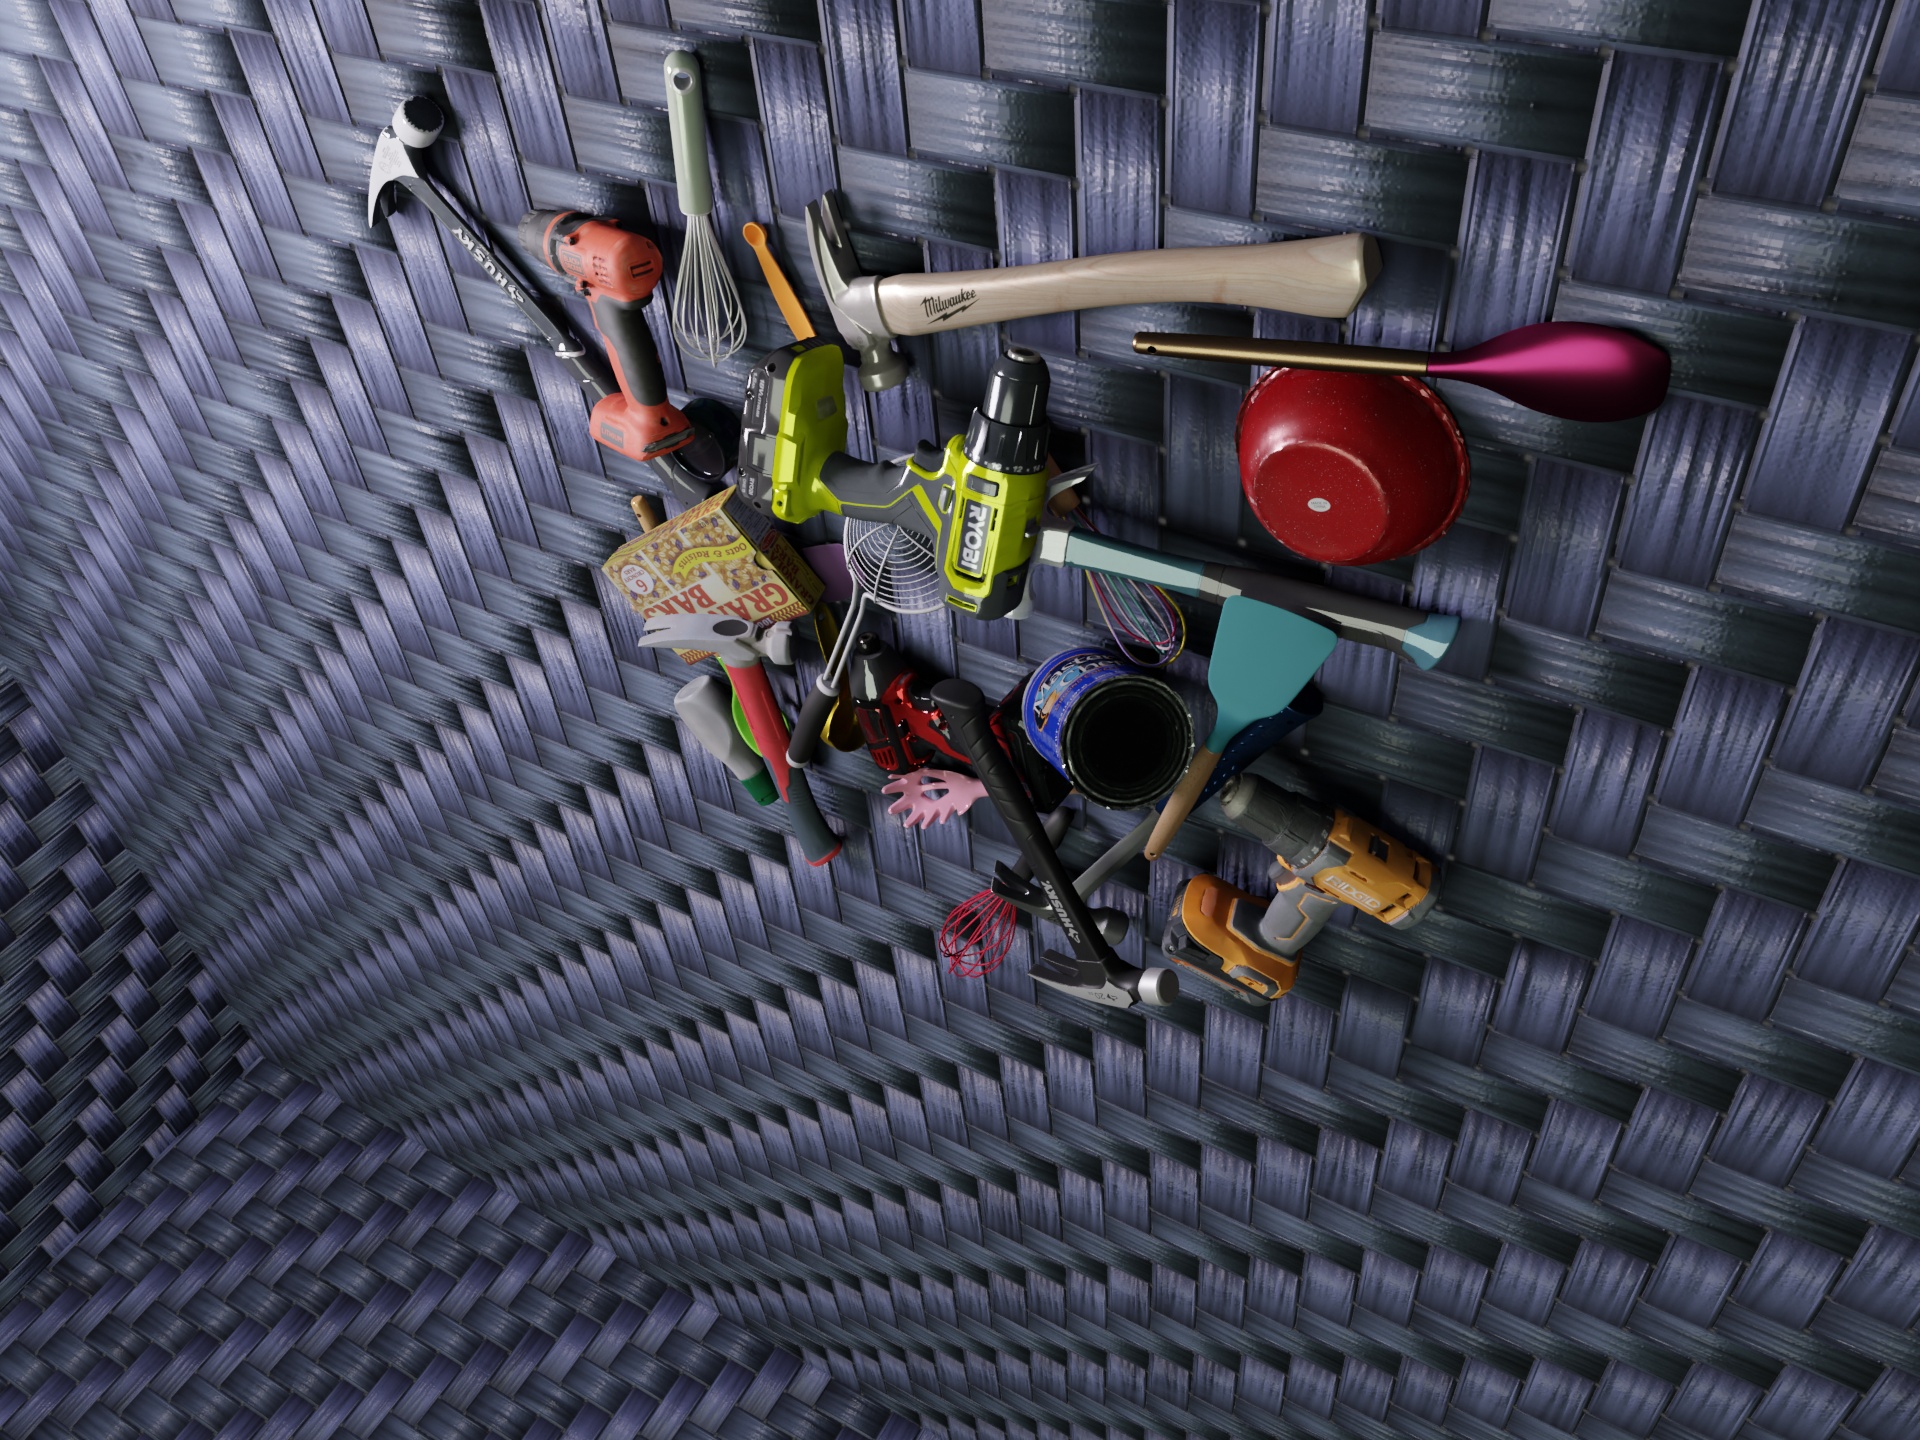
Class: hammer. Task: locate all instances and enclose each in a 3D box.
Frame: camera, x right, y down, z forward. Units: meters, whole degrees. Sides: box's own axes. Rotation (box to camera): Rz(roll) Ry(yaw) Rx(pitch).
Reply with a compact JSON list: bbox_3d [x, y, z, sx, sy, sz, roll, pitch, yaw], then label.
[{"bbox_3d":[0.060,0.108,1.347,0.146,0.035,0.334,-3,123,47],"label":"hammer"},{"bbox_3d":[0.165,0.081,1.343,0.144,0.035,0.405,21,142,-15],"label":"hammer"},{"bbox_3d":[-0.354,-0.332,1.375,0.408,0.036,0.149,49,143,-14],"label":"hammer"},{"bbox_3d":[-0.191,0.029,1.544,0.143,0.038,0.385,4,145,12],"label":"hammer"},{"bbox_3d":[0.186,-0.096,1.136,0.331,0.033,0.128,16,122,16],"label":"hammer"},{"bbox_3d":[0.074,-0.297,1.054,0.411,0.038,0.146,6,131,35],"label":"hammer"}]

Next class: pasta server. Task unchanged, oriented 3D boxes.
[{"bbox_3d":[0.058,0.062,1.439,0.316,0.040,0.060,-4,109,41],"label":"pasta server"}]

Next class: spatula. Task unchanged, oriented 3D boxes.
[{"bbox_3d":[-0.205,-0.122,1.483,0.316,0.018,0.059,-5,128,41],"label":"spatula"},{"bbox_3d":[0.191,0.024,1.214,0.082,0.044,0.317,21,147,2],"label":"spatula"}]

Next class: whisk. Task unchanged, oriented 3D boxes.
[{"bbox_3d":[0.046,0.168,1.544,0.073,0.073,0.295,35,138,4],"label":"whisk"},{"bbox_3d":[0.096,-0.143,1.198,0.047,0.051,0.245,-27,106,28],"label":"whisk"},{"bbox_3d":[-0.197,-0.377,1.192,0.058,0.059,0.246,-4,132,-5],"label":"whisk"}]

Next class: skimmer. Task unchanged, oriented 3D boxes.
[{"bbox_3d":[-0.075,-0.075,1.348,0.127,0.090,0.363,51,144,17],"label":"skimmer"}]

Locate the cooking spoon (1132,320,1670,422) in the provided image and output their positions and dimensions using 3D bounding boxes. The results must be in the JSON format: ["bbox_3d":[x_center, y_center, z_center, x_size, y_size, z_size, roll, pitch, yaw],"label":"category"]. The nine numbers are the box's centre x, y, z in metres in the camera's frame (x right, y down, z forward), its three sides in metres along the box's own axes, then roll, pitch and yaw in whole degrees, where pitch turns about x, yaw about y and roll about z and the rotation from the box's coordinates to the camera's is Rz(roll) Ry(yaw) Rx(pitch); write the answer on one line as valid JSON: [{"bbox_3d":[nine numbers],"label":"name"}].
[{"bbox_3d":[0.259,-0.218,0.967,0.319,0.017,0.068,10,140,21],"label":"cooking spoon"}]

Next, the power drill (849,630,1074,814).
[{"bbox_3d":[-0.002,-0.004,1.391,0.220,0.078,0.143,13,135,35],"label":"power drill"}]

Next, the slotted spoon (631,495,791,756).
[{"bbox_3d":[-0.236,-0.084,1.514,0.070,0.031,0.313,4,135,33],"label":"slotted spoon"}]

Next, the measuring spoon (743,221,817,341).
[{"bbox_3d":[-0.133,-0.329,1.216,0.021,0.011,0.116,3,134,38],"label":"measuring spoon"}]

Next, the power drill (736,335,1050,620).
[{"bbox_3d":[-0.042,-0.195,1.142,0.228,0.080,0.190,22,122,20],"label":"power drill"}]

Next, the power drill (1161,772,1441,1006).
[{"bbox_3d":[0.251,0.135,1.300,0.185,0.084,0.226,30,141,-10],"label":"power drill"}]

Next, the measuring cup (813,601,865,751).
[{"bbox_3d":[-0.119,-0.043,1.472,0.029,0.062,0.156,21,134,45],"label":"measuring cup"}]
